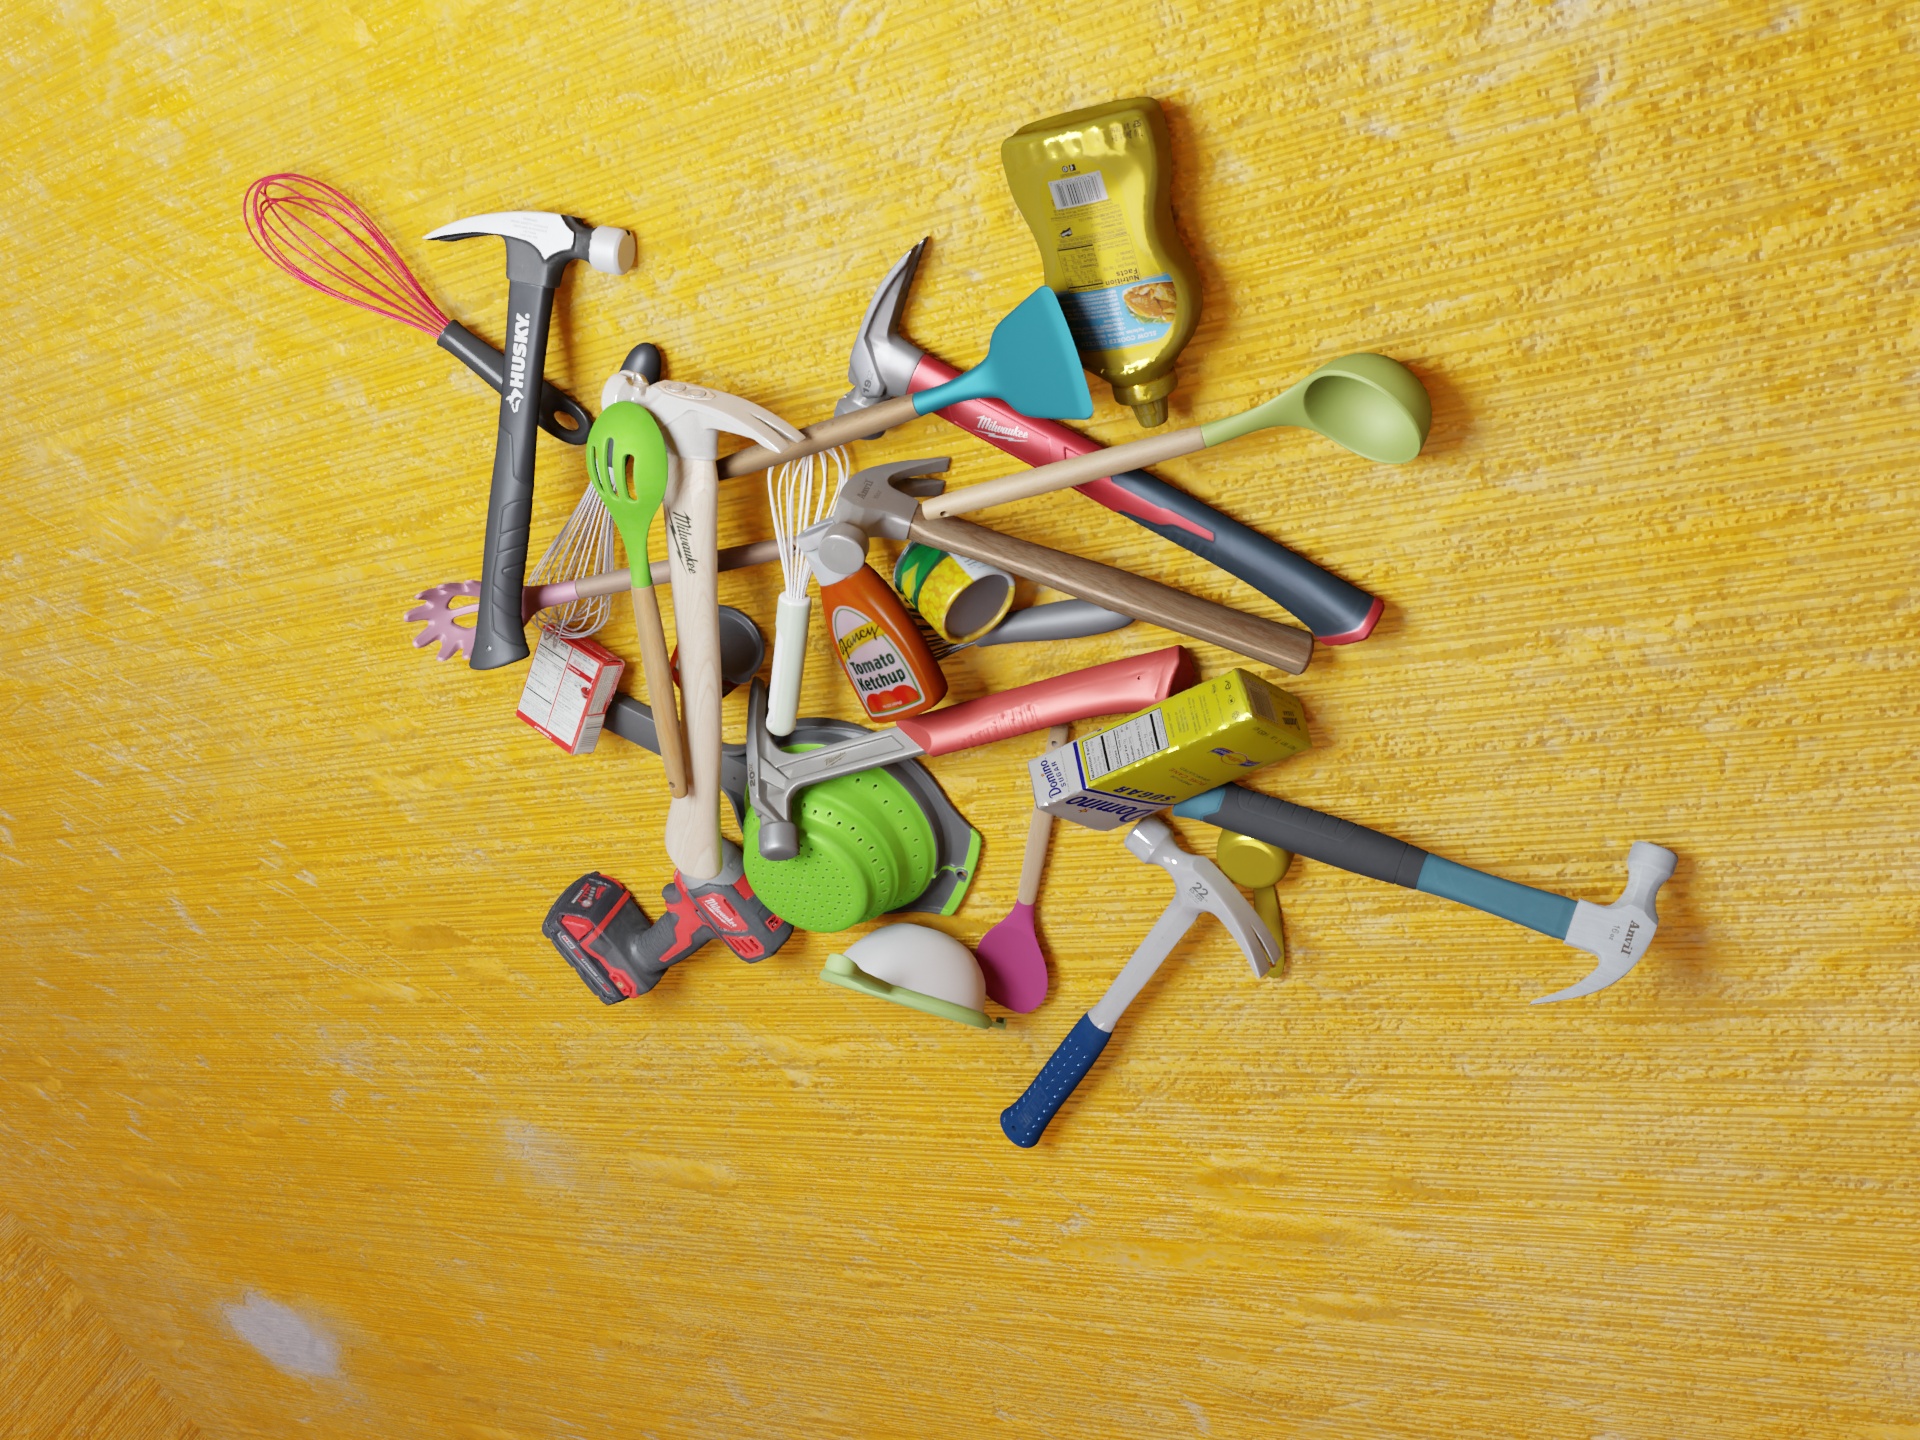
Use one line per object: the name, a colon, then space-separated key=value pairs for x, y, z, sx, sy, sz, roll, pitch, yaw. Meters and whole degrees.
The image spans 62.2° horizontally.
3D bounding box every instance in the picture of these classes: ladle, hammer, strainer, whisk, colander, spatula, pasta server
ladle: x=0.125 y=-0.159 z=0.980 sx=0.320 sy=0.062 sz=0.078 roll=-12 pitch=145 yaw=18
hammer: x=-0.325 y=-0.196 z=1.145 sx=0.146 sy=0.035 sz=0.334 roll=14 pitch=106 yaw=11
hammer: x=-0.002 y=-0.004 z=1.182 sx=0.359 sy=0.149 sz=0.036 roll=-15 pitch=156 yaw=23
hammer: x=0.106 y=-0.167 z=1.037 sx=0.386 sy=0.038 sz=0.143 roll=29 pitch=130 yaw=4
strainer: x=-0.052 y=0.194 z=1.297 sx=0.151 sy=0.069 sz=0.256 roll=13 pitch=167 yaw=19
whisk: x=-0.394 y=-0.299 z=1.170 sx=0.295 sy=0.073 sz=0.073 roll=37 pitch=131 yaw=-10
whisk: x=-0.121 y=-0.097 z=1.166 sx=0.059 sy=0.058 sz=0.246 roll=-1 pitch=120 yaw=-20
colander: x=-0.184 y=0.071 z=1.313 sx=0.397 sy=0.094 sz=0.204 roll=25 pitch=131 yaw=7
whisk: x=0.015 y=-0.066 z=1.153 sx=0.239 sy=0.055 sz=0.055 roll=-6 pitch=121 yaw=24
whisk: x=-0.276 y=-0.168 z=1.215 sx=0.070 sy=0.070 sz=0.284 roll=31 pitch=126 yaw=2
hammer: x=-0.186 y=-0.047 z=1.174 sx=0.146 sy=0.038 sz=0.410 roll=19 pitch=126 yaw=21
hammer: x=0.309 y=0.099 z=1.109 sx=0.331 sy=0.033 sz=0.128 roll=19 pitch=85 yaw=21
spatula: x=-0.054 y=-0.198 z=1.035 sx=0.317 sy=0.044 sz=0.082 roll=-12 pitch=106 yaw=32
pasta server: x=-0.265 y=-0.102 z=1.202 sx=0.316 sy=0.040 sz=0.060 roll=-10 pitch=110 yaw=9
hammer: x=0.077 y=-0.098 z=1.066 sx=0.331 sy=0.130 sz=0.031 roll=18 pitch=130 yaw=-1
hammer: x=0.124 y=0.248 z=1.318 sx=0.144 sy=0.035 sz=0.405 roll=42 pitch=136 yaw=16

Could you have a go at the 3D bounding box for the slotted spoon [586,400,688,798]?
slotted spoon: x=-0.222 y=-0.074 z=1.138 sx=0.070 sy=0.031 sz=0.313 roll=15 pitch=126 yaw=26

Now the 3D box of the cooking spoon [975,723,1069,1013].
cooking spoon: x=0.058 y=0.126 z=1.288 sx=0.069 sy=0.017 sz=0.318 roll=23 pitch=131 yaw=18

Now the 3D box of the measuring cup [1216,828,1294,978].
measuring cup: x=0.228 y=0.141 z=1.207 sx=0.062 sy=0.029 sz=0.156 roll=2 pitch=121 yaw=25

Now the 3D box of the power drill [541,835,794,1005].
power drill: x=-0.268 y=0.171 z=1.444 sx=0.219 sy=0.079 sz=0.143 roll=-22 pitch=112 yaw=33
